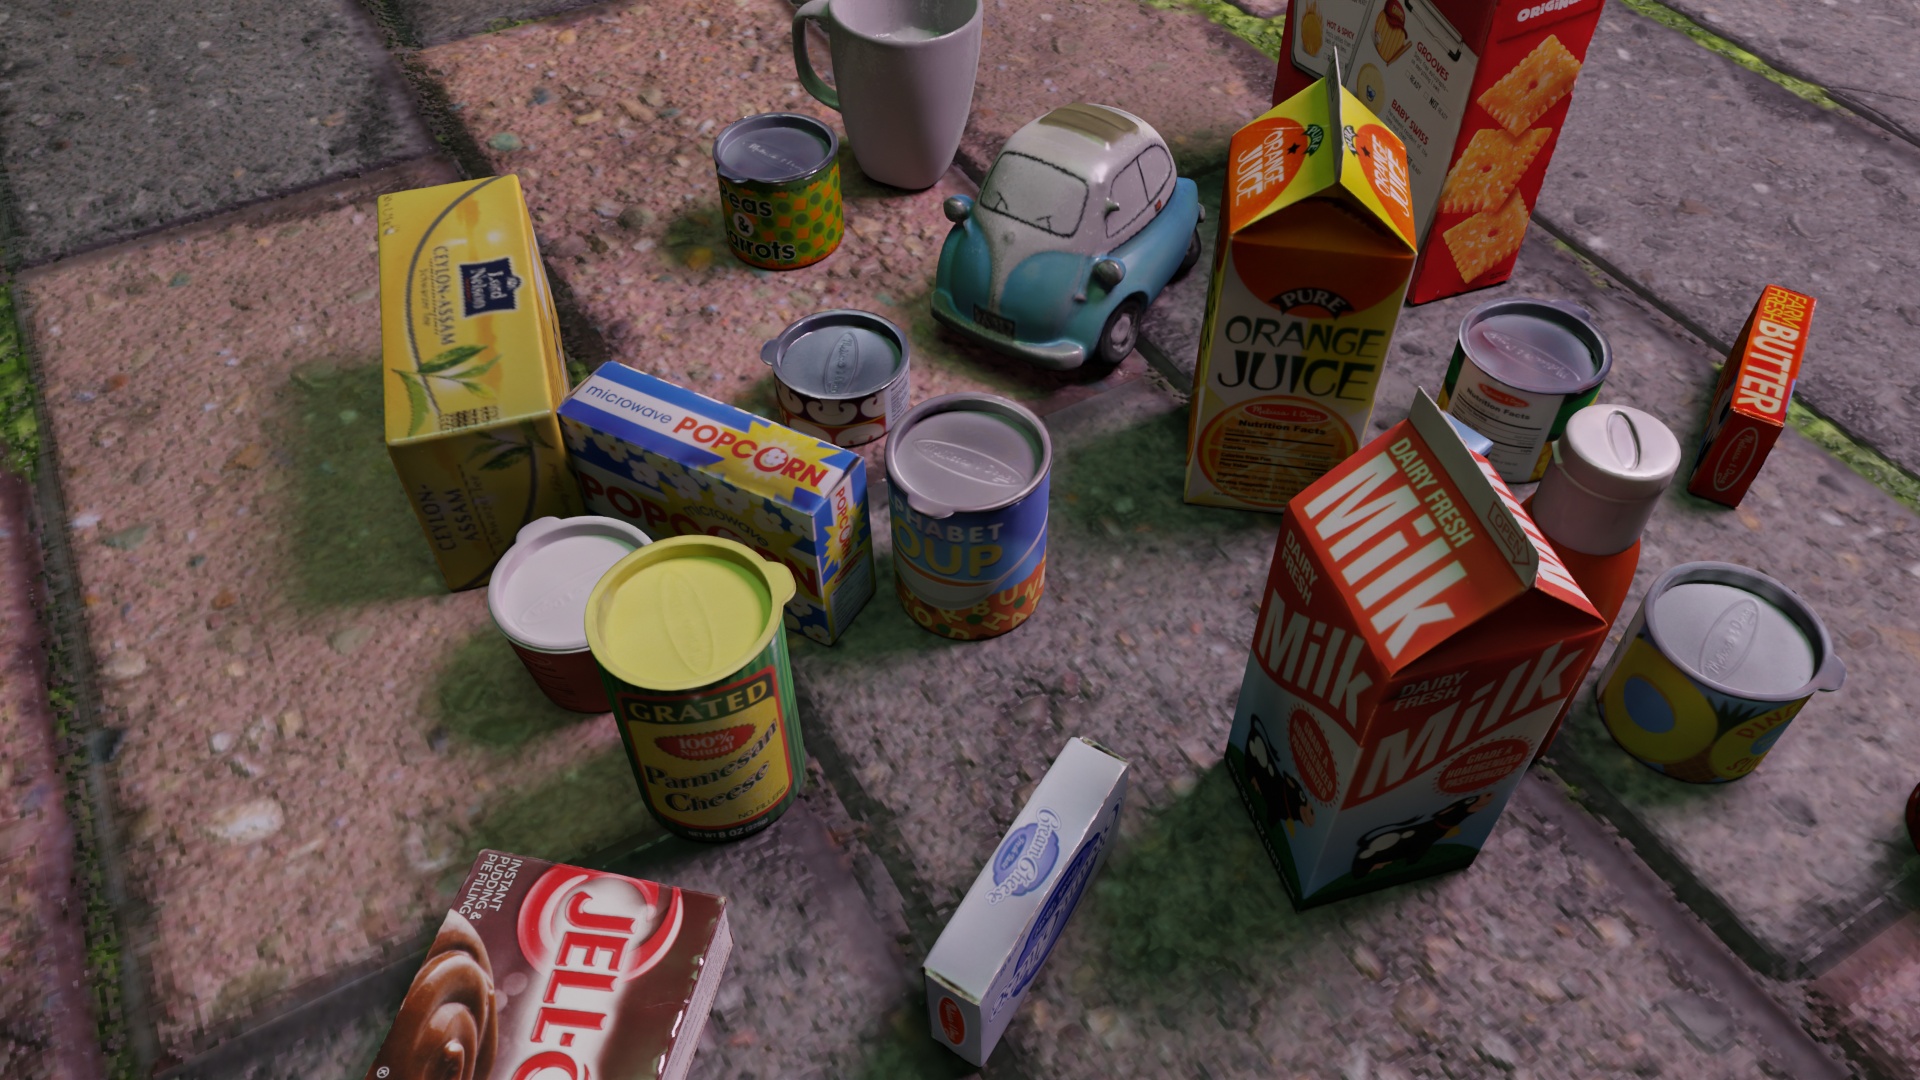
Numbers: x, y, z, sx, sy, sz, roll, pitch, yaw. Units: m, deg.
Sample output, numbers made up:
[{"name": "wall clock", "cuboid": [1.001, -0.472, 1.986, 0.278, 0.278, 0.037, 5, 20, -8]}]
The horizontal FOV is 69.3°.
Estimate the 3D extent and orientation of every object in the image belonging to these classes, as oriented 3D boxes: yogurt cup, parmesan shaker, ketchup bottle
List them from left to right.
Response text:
[{"name": "yogurt cup", "cuboid": [-0.149, 0.032, 0.559, 0.072, 0.053, 0.073, 0, 48, 0]}, {"name": "parmesan shaker", "cuboid": [-0.090, 0.056, 0.504, 0.071, 0.102, 0.072, 0, 48, 0]}, {"name": "ketchup bottle", "cuboid": [0.215, 0.016, 0.506, 0.043, 0.148, 0.065, 7, 49, 7]}]

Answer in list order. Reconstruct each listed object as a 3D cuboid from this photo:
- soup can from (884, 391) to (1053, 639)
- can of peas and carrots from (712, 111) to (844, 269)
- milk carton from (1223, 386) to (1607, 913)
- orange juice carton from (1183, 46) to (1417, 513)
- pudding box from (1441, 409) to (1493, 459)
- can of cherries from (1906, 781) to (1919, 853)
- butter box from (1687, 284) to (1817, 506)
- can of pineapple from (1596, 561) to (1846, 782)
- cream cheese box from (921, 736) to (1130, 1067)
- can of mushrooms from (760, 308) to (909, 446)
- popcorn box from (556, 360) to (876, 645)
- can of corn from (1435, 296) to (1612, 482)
[{"name": "soup can", "cuboid": [0.002, -0.007, 0.572, 0.071, 0.083, 0.072, 0, 48, 0]}, {"name": "can of peas and carrots", "cuboid": [-0.099, -0.188, 0.751, 0.071, 0.058, 0.071, 0, 48, 0]}, {"name": "milk carton", "cuboid": [0.145, 0.041, 0.457, 0.073, 0.189, 0.072, -12, 49, -10]}, {"name": "orange juice carton", "cuboid": [0.141, -0.101, 0.582, 0.073, 0.191, 0.072, 6, 49, 6]}, {"name": "pudding box", "cuboid": [0.189, -0.015, 0.600, 0.084, 0.049, 0.030, -34, 56, -26]}, {"name": "can of cherries", "cuboid": [0.386, 0.097, 0.493, 0.071, 0.058, 0.072, 0, 48, 0]}, {"name": "butter box", "cuboid": [0.367, -0.069, 0.644, 0.024, 0.052, 0.104, 23, 52, 20]}, {"name": "can of pineapple", "cuboid": [0.289, 0.052, 0.534, 0.071, 0.057, 0.071, 0, 48, 0]}, {"name": "cream cheese box", "cuboid": [0.023, 0.122, 0.477, 0.024, 0.053, 0.104, 24, 53, 21]}, {"name": "can of mushrooms", "cuboid": [-0.060, -0.079, 0.671, 0.071, 0.033, 0.071, 0, 48, 0]}, {"name": "popcorn box", "cuboid": [-0.100, -0.016, 0.580, 0.127, 0.084, 0.038, 22, 52, 19]}, {"name": "can of corn", "cuboid": [0.259, -0.071, 0.643, 0.071, 0.058, 0.071, 0, 48, 0]}]
